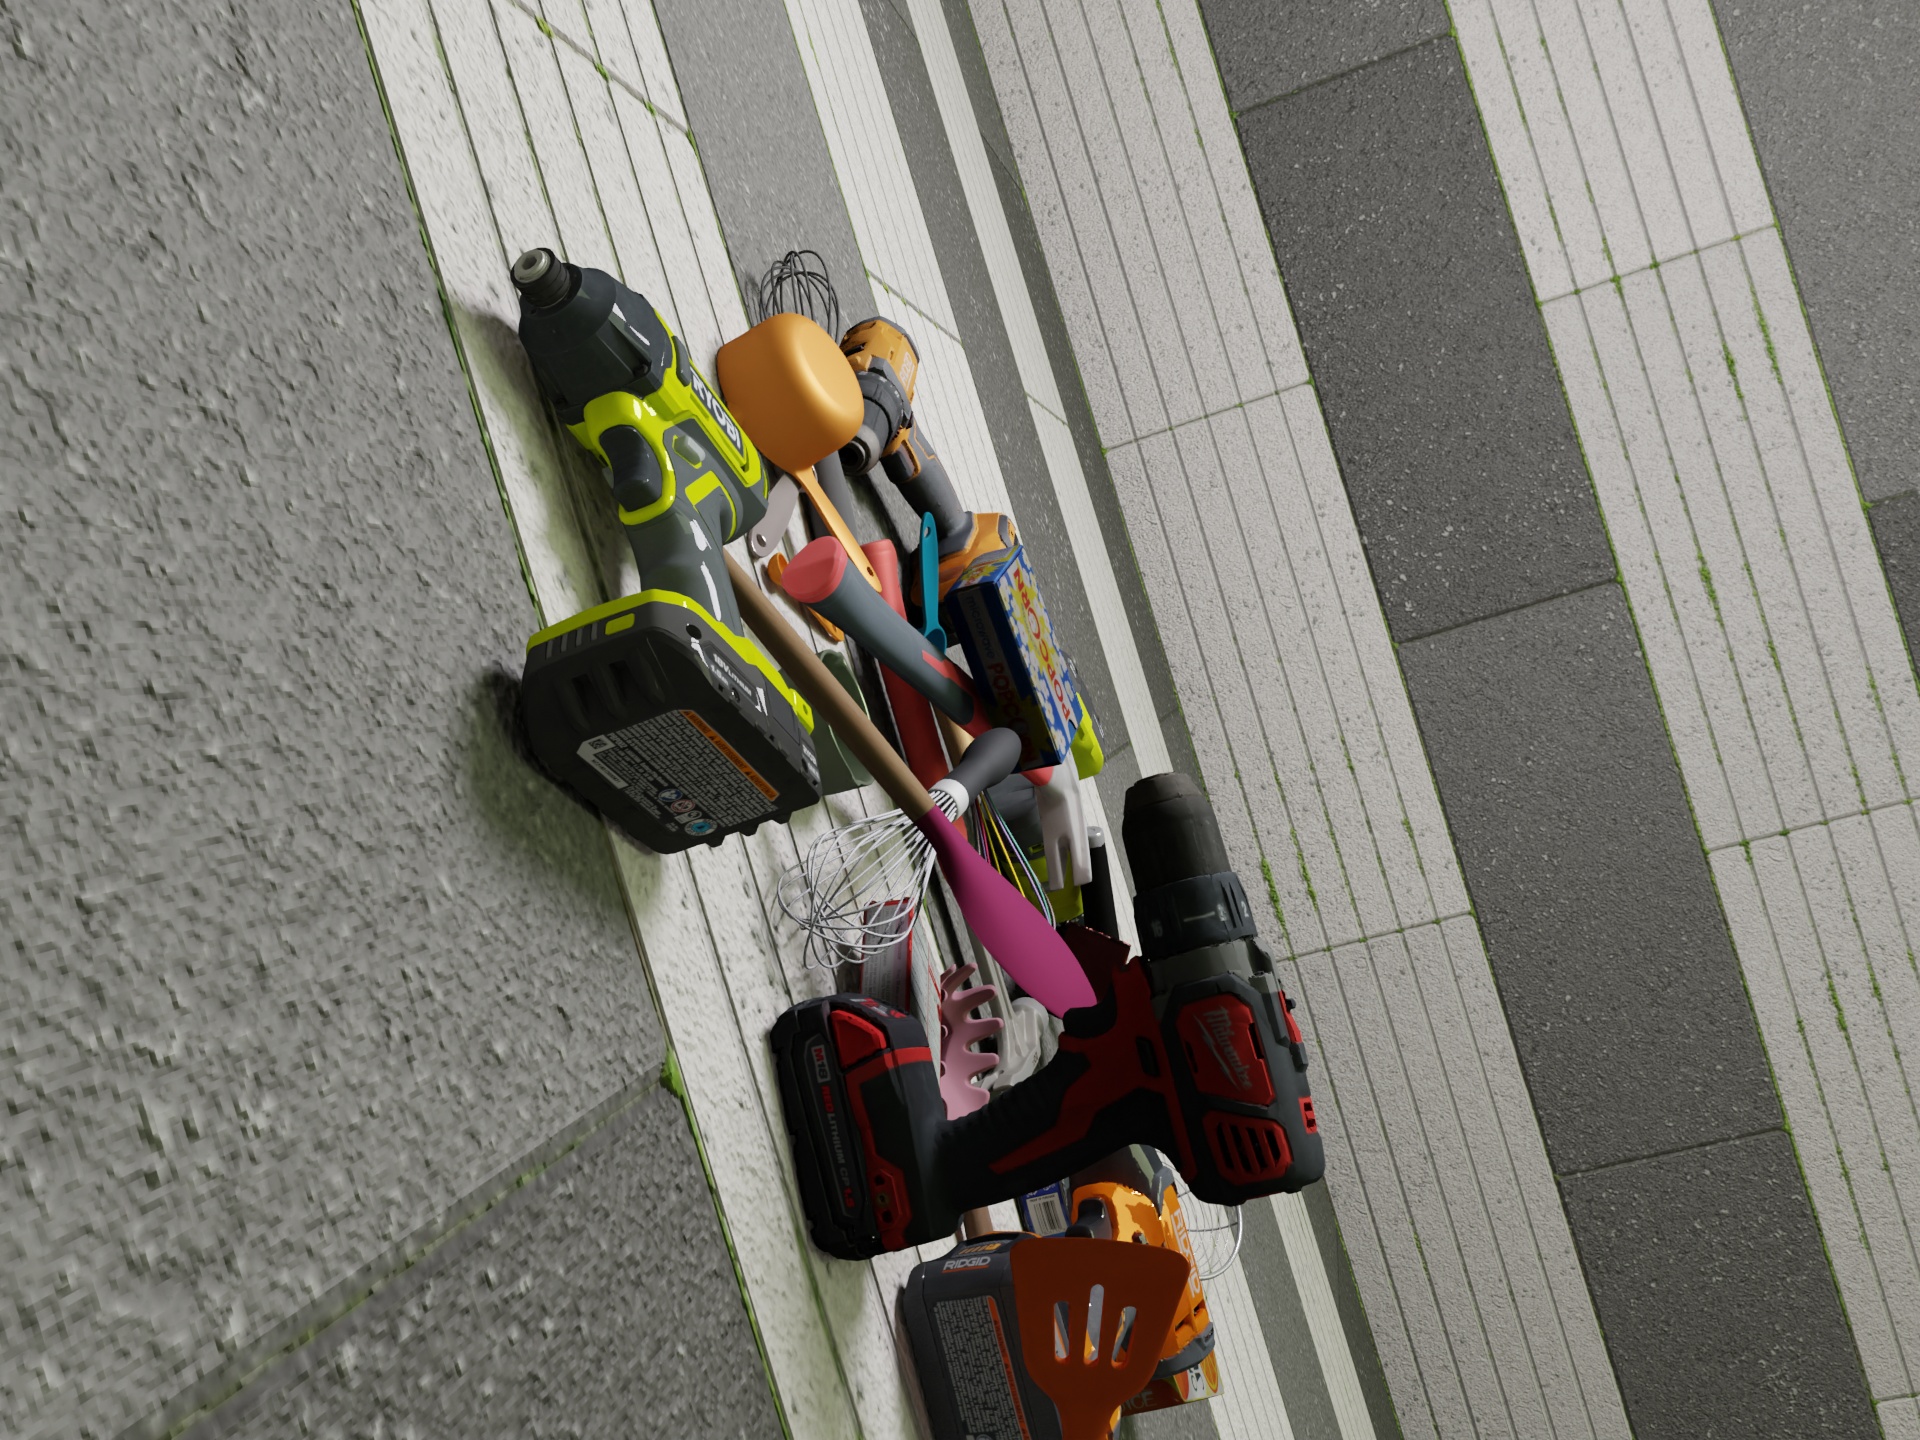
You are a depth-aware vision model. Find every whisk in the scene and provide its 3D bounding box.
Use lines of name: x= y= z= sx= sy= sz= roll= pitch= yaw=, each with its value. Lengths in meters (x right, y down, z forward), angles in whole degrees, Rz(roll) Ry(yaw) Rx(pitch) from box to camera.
whisk: x=-0.020 y=0.057 z=0.860 sx=0.284 sy=0.070 sz=0.070 roll=-41 pitch=114 yaw=-63
whisk: x=-0.091 y=-0.192 z=1.019 sx=0.055 sy=0.055 sz=0.239 roll=28 pitch=50 yaw=-72
whisk: x=0.015 y=0.067 z=1.143 sx=0.245 sy=0.051 sz=0.047 roll=71 pitch=14 yaw=13

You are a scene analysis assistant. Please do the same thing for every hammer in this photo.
hammer: x=-0.015 y=0.059 z=1.035 sx=0.149 sy=0.037 sz=0.359 roll=-18 pitch=92 yaw=-77
hammer: x=-0.002 y=-0.003 z=1.004 sx=0.386 sy=0.038 sz=0.143 roll=38 pitch=40 yaw=-59

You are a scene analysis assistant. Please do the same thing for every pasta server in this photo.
pasta server: x=0.019 y=0.294 z=0.877 sx=0.060 sy=0.040 sz=0.316 roll=10 pitch=64 yaw=-56

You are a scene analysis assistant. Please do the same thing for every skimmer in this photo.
skimmer: x=0.149 y=0.257 z=1.232 sx=0.127 sy=0.090 sz=0.363 roll=-25 pitch=112 yaw=-45

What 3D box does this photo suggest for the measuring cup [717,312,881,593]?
measuring cup: x=-0.075 y=-0.161 z=0.944 sx=0.173 sy=0.052 sz=0.095 roll=59 pitch=23 yaw=-4

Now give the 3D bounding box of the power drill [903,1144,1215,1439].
power drill: x=0.060 y=0.295 z=0.846 sx=0.226 sy=0.084 sz=0.164 roll=-6 pitch=80 yaw=-63

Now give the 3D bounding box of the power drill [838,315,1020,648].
power drill: x=-0.033 y=-0.163 z=1.154 sx=0.185 sy=0.084 sz=0.226 roll=-82 pitch=148 yaw=-56

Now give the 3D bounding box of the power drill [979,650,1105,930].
power drill: x=0.077 y=0.071 z=1.313 sx=0.229 sy=0.080 sz=0.190 roll=-87 pitch=156 yaw=-48

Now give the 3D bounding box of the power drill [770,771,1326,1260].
power drill: x=0.035 y=0.137 z=0.716 sx=0.080 sy=0.226 sz=0.188 roll=30 pitch=45 yaw=-71

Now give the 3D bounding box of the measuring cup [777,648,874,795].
measuring cup: x=-0.062 y=0.024 z=0.886 sx=0.167 sy=0.038 sz=0.083 roll=56 pitch=21 yaw=-57

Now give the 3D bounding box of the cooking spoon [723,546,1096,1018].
cooking spoon: x=-0.034 y=0.026 z=0.789 sx=0.319 sy=0.017 sz=0.069 roll=50 pitch=23 yaw=-2

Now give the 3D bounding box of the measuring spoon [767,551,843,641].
measuring spoon: x=-0.092 y=-0.070 z=0.944 sx=0.116 sy=0.011 sz=0.021 roll=50 pitch=26 yaw=-67

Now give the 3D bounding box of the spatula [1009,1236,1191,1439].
spatula: x=0.050 y=0.390 z=0.696 sx=0.041 sy=0.081 sz=0.323 roll=87 pitch=8 yaw=-81

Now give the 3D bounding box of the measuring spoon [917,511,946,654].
measuring spoon: x=-0.029 y=-0.087 z=1.111 sx=0.042 sy=0.021 sz=0.128 roll=-40 pitch=137 yaw=-49

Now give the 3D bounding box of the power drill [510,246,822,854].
power drill: x=-0.128 y=-0.074 z=0.656 sx=0.171 sy=0.080 sz=0.223 roll=54 pitch=19 yaw=-56

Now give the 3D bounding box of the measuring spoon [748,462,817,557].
measuring spoon: x=-0.110 y=-0.126 z=0.932 sx=0.034 sy=0.018 sz=0.124 roll=52 pitch=28 yaw=-25
